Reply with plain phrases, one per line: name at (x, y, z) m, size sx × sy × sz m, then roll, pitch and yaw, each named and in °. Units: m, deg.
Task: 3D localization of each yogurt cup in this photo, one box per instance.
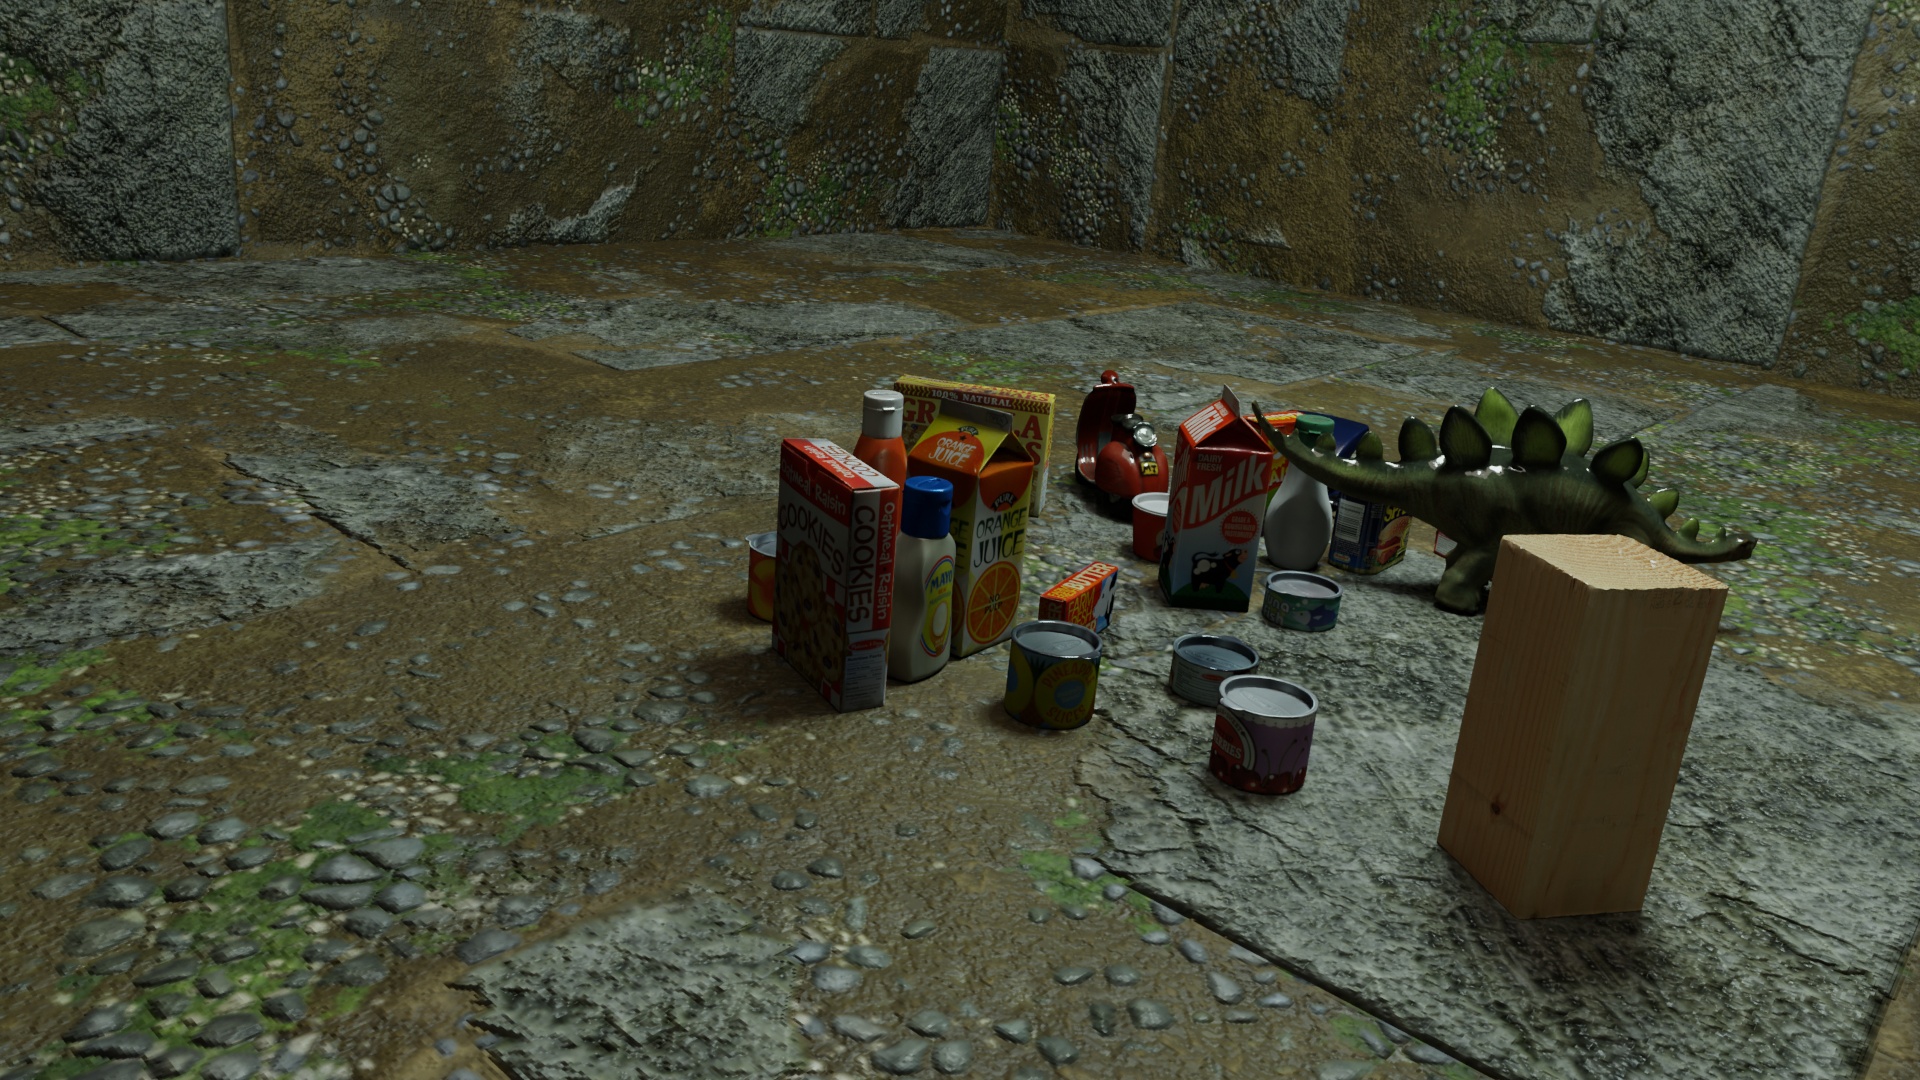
yogurt cup at (0.198, -0.012, 1.349) m, size 0.072 × 0.053 × 0.072 m, roll 5°, pitch 19°, yaw -1°

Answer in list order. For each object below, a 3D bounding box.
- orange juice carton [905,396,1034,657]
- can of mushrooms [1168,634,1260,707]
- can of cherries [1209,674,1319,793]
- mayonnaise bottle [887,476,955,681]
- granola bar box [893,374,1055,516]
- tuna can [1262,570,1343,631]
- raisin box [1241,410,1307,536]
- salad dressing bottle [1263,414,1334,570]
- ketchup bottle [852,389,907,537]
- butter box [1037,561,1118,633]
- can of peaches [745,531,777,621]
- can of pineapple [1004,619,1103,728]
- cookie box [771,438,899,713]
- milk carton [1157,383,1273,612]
orange juice carton at (0.004, -0.014, 1.094) m, size 0.072 × 0.192 × 0.073 m, roll 19°, pitch 23°, yaw 36°
can of mushrooms at (0.195, 0.099, 1.062) m, size 0.071 × 0.033 × 0.071 m, roll 5°, pitch 19°, yaw -1°
can of cherries at (0.201, 0.130, 0.935) m, size 0.071 × 0.058 × 0.072 m, roll 5°, pitch 19°, yaw -1°
mayonnaise bottle at (-0.029, 0.028, 1.034) m, size 0.041 × 0.147 × 0.065 m, roll 15°, pitch 21°, yaw 28°
granola bar box at (0.011, -0.099, 1.446) m, size 0.165 × 0.123 × 0.039 m, roll 9°, pitch 19°, yaw 11°
tuna can at (0.298, 0.053, 1.221) m, size 0.071 × 0.032 × 0.071 m, roll 5°, pitch 19°, yaw -1°
raisin box at (0.321, -0.069, 1.440) m, size 0.086 × 0.123 × 0.040 m, roll -7°, pitch 22°, yaw -32°
salad dressing bottle at (0.331, -0.046, 1.341) m, size 0.064 × 0.147 × 0.044 m, roll 8°, pitch 19°, yaw 9°
ketchup bottle at (-0.075, -0.063, 1.281) m, size 0.065 × 0.148 × 0.043 m, roll -2°, pitch 20°, yaw -21°
butter box at (0.095, 0.056, 1.129) m, size 0.024 × 0.053 × 0.104 m, roll 15°, pitch 21°, yaw 27°
can of peaches at (-0.143, 0.029, 1.137) m, size 0.071 × 0.057 × 0.071 m, roll 5°, pitch 19°, yaw -1°
can of pineapple at (0.067, 0.097, 0.998) m, size 0.071 × 0.057 × 0.071 m, roll 5°, pitch 19°, yaw -1°
cookie box at (-0.094, 0.022, 1.005) m, size 0.040 × 0.166 × 0.123 m, roll -6°, pitch 22°, yaw -30°
milk carton at (0.226, -0.039, 1.227) m, size 0.073 × 0.189 × 0.072 m, roll 4°, pitch 19°, yaw -3°
